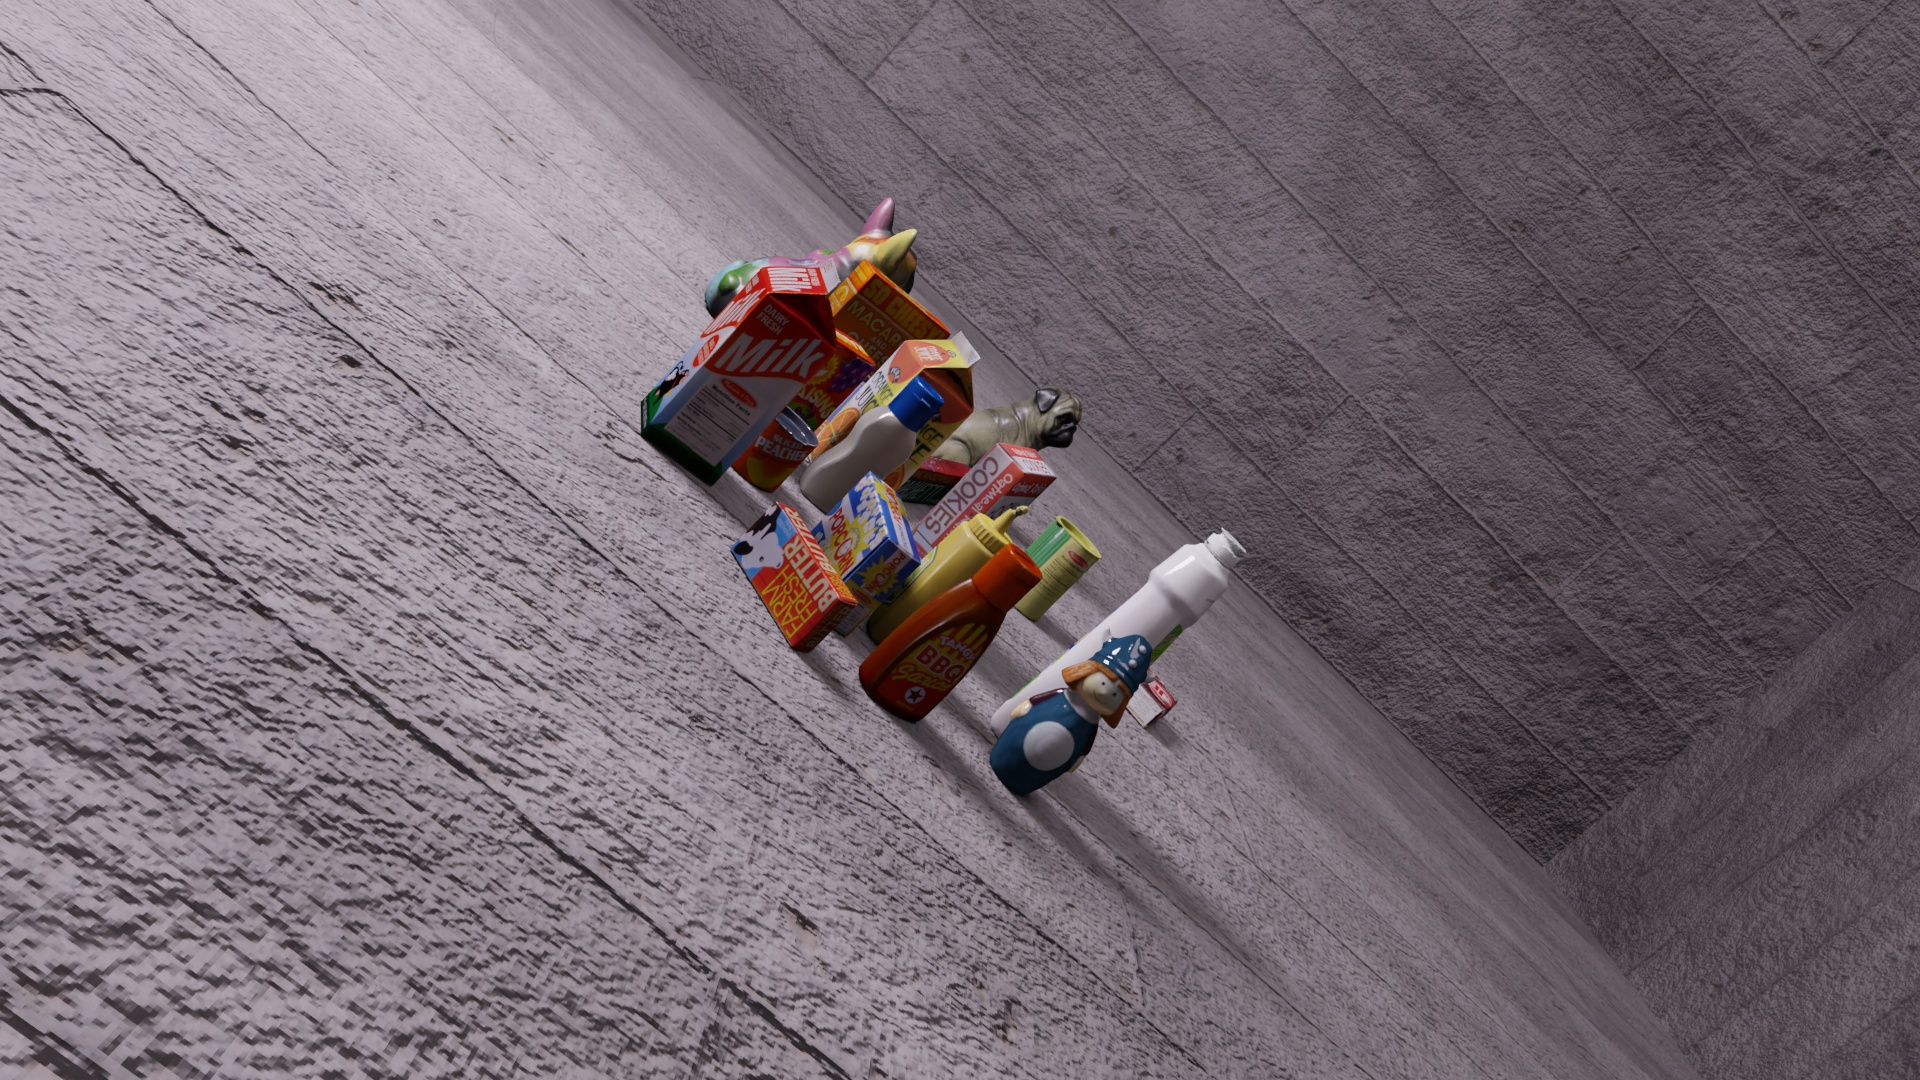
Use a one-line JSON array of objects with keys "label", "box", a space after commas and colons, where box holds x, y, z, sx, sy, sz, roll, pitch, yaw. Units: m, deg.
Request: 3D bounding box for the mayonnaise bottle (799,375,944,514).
[{"label": "mayonnaise bottle", "box": [-0.077, -0.085, 1.262, 0.064, 0.148, 0.041, 40, 13, -23]}]

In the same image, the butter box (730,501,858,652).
[{"label": "butter box", "box": [-0.119, 0.026, 0.992, 0.104, 0.053, 0.024, 53, 14, 32]}]

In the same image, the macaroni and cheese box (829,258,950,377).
[{"label": "macaroni and cheese box", "box": [-0.112, -0.200, 1.482, 0.123, 0.166, 0.040, 35, 15, -39]}]

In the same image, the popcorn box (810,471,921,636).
[{"label": "popcorn box", "box": [-0.080, 0.009, 1.097, 0.038, 0.085, 0.127, 39, 13, -25]}]

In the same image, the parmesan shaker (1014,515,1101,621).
[{"label": "parmesan shaker", "box": [0.095, 0.030, 1.544, 0.071, 0.103, 0.071, 42, 12, -11]}]

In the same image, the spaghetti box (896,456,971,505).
[{"label": "spaghetti box", "box": [-0.041, -0.068, 1.549, 0.029, 0.050, 0.250, 48, 13, 13]}]

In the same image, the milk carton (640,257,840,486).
[{"label": "milk carton", "box": [-0.161, -0.142, 1.084, 0.073, 0.190, 0.072, 39, 13, -26]}]

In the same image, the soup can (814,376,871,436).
[{"label": "soup can", "box": [-0.112, -0.123, 1.423, 0.071, 0.083, 0.071, 42, 12, -11]}]

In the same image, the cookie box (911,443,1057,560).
[{"label": "cookie box", "box": [0.004, -0.016, 1.255, 0.040, 0.167, 0.123, 47, 12, 11]}]

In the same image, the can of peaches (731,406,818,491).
[{"label": "can of peaches", "box": [-0.164, -0.082, 1.187, 0.071, 0.058, 0.071, 42, 13, -11]}]

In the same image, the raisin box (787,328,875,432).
[{"label": "raisin box", "box": [-0.149, -0.142, 1.275, 0.040, 0.123, 0.086, 52, 14, 32]}]

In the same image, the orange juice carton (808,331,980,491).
[{"label": "orange juice carton", "box": [-0.056, -0.121, 1.340, 0.073, 0.192, 0.072, 38, 14, -30]}]

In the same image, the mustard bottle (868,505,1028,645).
[{"label": "mustard bottle", "box": [-0.006, 0.025, 1.108, 0.049, 0.160, 0.065, 43, 12, -10]}]

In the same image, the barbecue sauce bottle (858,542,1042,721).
[{"label": "barbecue sauce bottle", "box": [-0.004, 0.065, 1.013, 0.065, 0.148, 0.044, 36, 15, -35]}]
